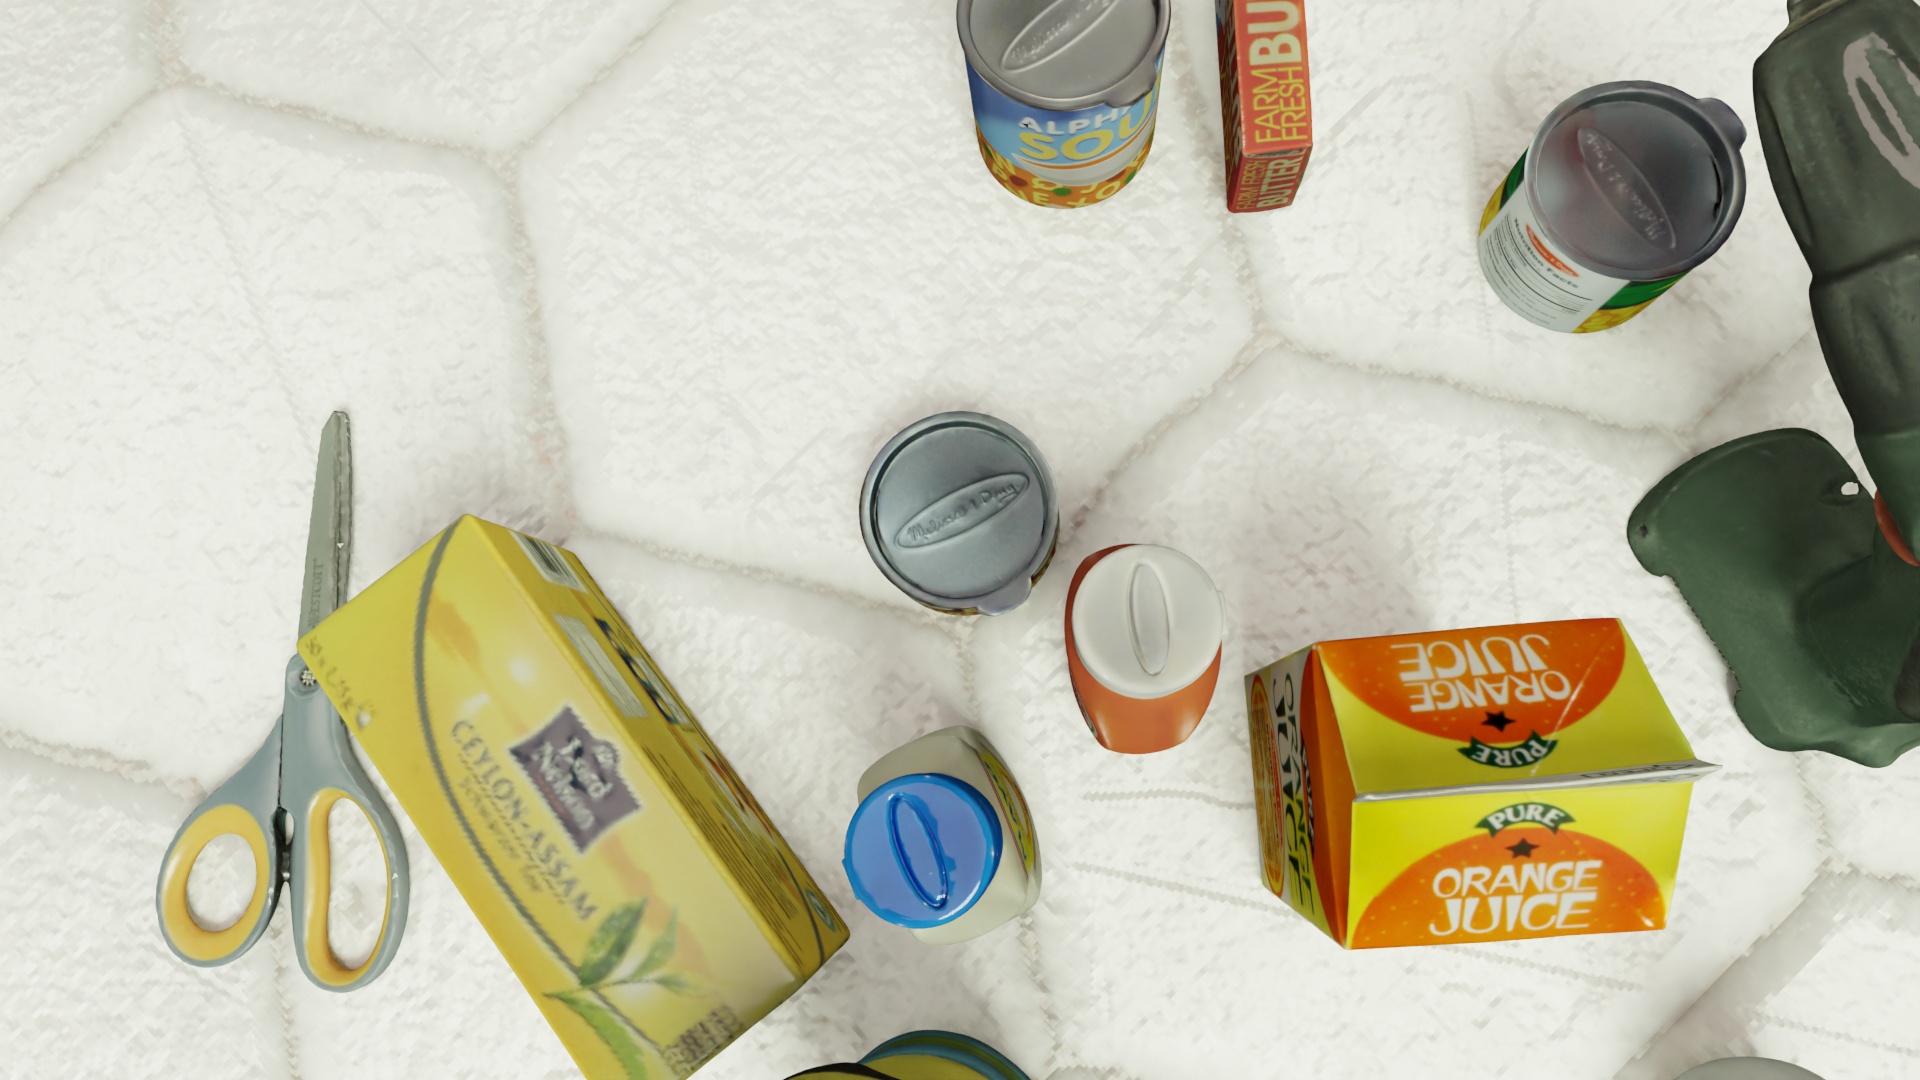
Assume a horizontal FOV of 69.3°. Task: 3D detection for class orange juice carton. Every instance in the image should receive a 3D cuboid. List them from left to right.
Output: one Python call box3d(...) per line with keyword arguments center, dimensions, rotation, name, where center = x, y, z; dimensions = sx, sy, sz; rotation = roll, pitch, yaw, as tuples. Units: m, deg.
box3d(center=(0.124, 0.063, 0.368), dimensions=(0.072, 0.192, 0.073), rotation=(-5, 81, 4), name="orange juice carton")

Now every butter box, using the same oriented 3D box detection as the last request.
box3d(center=(0.103, -0.171, 0.480), dimensions=(0.024, 0.053, 0.103), rotation=(-2, 80, 5), name="butter box")

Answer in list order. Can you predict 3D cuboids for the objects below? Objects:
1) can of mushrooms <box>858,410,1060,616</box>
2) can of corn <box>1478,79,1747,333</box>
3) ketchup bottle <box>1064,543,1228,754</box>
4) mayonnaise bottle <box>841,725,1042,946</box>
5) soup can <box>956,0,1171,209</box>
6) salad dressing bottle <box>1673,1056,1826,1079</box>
box3d(center=(0.002, -0.006, 0.471), dimensions=(0.071, 0.033, 0.071), rotation=(-1, 80, 5), name="can of mushrooms")
box3d(center=(0.213, -0.109, 0.458), dimensions=(0.071, 0.058, 0.071), rotation=(-1, 81, 5), name="can of corn")
box3d(center=(0.052, 0.029, 0.402), dimensions=(0.043, 0.148, 0.065), rotation=(-7, 80, 4), name="ketchup bottle")
box3d(center=(-0.003, 0.085, 0.398), dimensions=(0.041, 0.148, 0.065), rotation=(-23, 80, 1), name="mayonnaise bottle")
box3d(center=(0.037, -0.155, 0.468), dimensions=(0.071, 0.083, 0.071), rotation=(-1, 81, 5), name="soup can")
box3d(center=(0.231, 0.177, 0.362), dimensions=(0.044, 0.147, 0.064), rotation=(1, 81, 5), name="salad dressing bottle")
